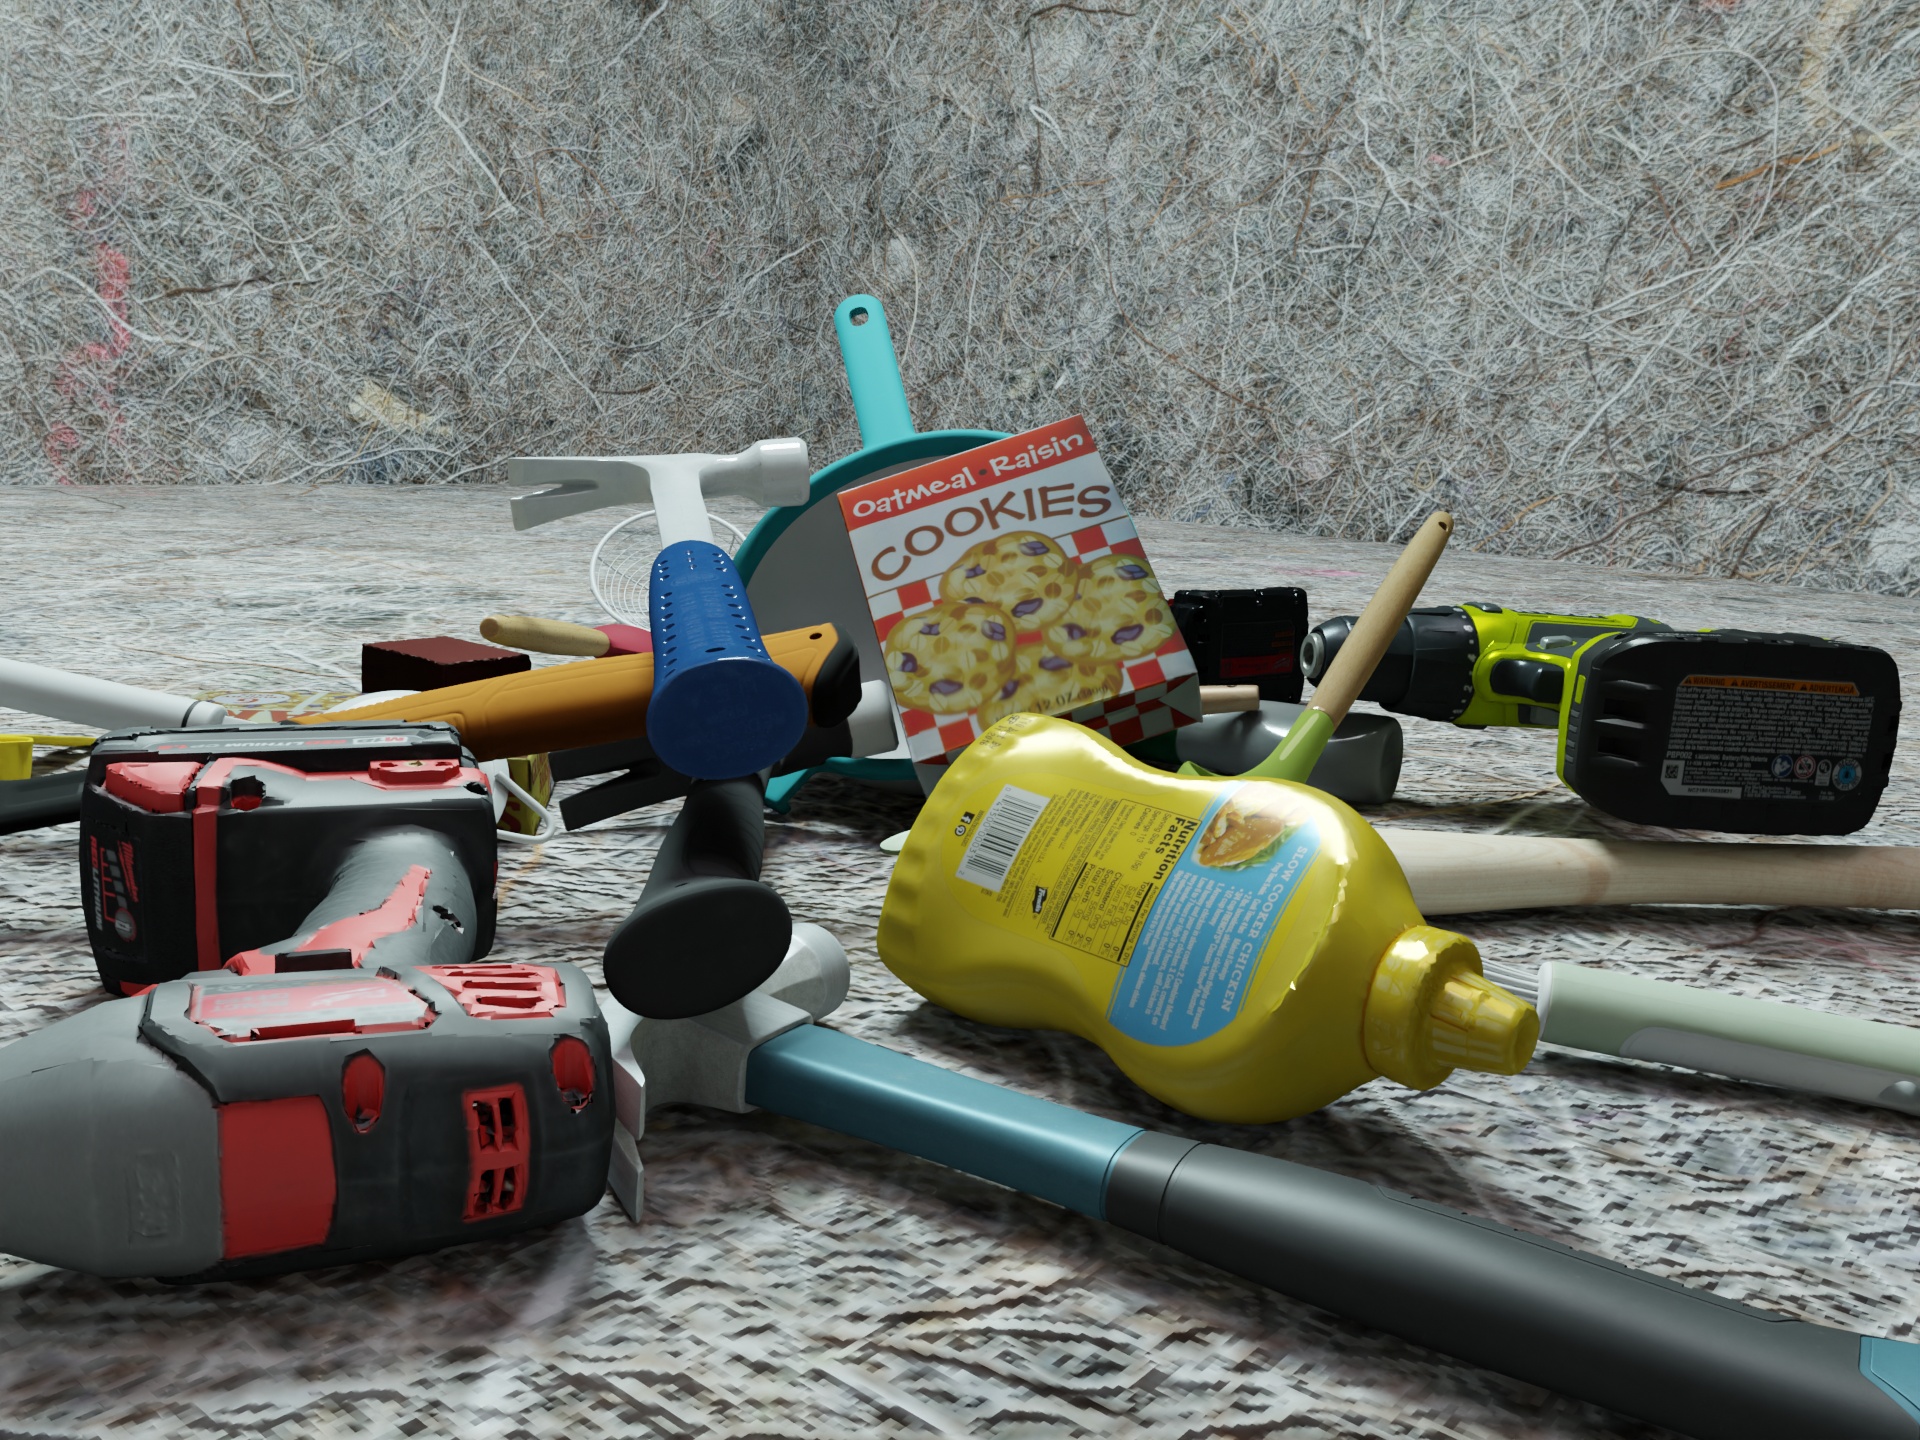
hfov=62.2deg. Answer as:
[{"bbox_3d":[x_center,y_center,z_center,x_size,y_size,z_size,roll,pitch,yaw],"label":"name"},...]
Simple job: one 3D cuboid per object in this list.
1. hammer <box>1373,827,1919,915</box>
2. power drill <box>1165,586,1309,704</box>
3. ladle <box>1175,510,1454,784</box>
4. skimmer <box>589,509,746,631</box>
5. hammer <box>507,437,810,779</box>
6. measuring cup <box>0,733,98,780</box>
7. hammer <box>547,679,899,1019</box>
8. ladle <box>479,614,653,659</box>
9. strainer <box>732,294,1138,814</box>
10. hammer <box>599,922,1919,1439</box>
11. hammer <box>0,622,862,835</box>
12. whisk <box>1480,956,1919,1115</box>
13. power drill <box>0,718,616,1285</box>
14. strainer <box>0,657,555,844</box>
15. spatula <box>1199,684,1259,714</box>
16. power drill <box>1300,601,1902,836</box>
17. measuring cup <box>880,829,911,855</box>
[{"bbox_3d":[0.350,0.062,0.657,0.410,0.038,0.146,2,10,-5],"label":"hammer"},{"bbox_3d":[0.139,-0.062,1.128,0.187,0.080,0.227,-5,11,-39],"label":"power drill"},{"bbox_3d":[0.164,-0.019,0.659,0.078,0.062,0.320,43,46,0],"label":"ladle"},{"bbox_3d":[-0.153,-0.089,1.099,0.127,0.090,0.363,-26,21,-23],"label":"skimmer"},{"bbox_3d":[-0.109,-0.061,0.607,0.144,0.035,0.406,-5,19,-10],"label":"hammer"},{"bbox_3d":[-0.418,0.020,0.701,0.062,0.029,0.156,2,0,-5],"label":"measuring cup"},{"bbox_3d":[-0.087,0.035,0.542,0.146,0.035,0.335,-12,9,-3],"label":"hammer"},{"bbox_3d":[-0.209,-0.043,0.877,0.069,0.031,0.315,14,1,1],"label":"ladle"},{"bbox_3d":[-0.021,-0.088,0.832,0.211,0.095,0.341,-16,52,3],"label":"strainer"},{"bbox_3d":[0.051,0.106,0.359,0.331,0.033,0.128,10,12,30],"label":"hammer"},{"bbox_3d":[-0.202,0.003,0.558,0.337,0.034,0.127,-10,35,-12],"label":"hammer"},{"bbox_3d":[0.170,0.085,0.488,0.246,0.057,0.059,9,47,15],"label":"whisk"},{"bbox_3d":[-0.177,0.065,0.406,0.143,0.078,0.220,-2,15,-23],"label":"power drill"},{"bbox_3d":[-0.284,0.004,0.613,0.258,0.050,0.087,12,52,1],"label":"strainer"},{"bbox_3d":[-0.001,-0.003,0.846,0.316,0.018,0.060,-3,13,12],"label":"spatula"},{"bbox_3d":[0.279,-0.013,0.726,0.190,0.080,0.229,3,9,-11],"label":"power drill"},{"bbox_3d":[0.036,0.051,0.624,0.167,0.038,0.083,-8,16,-39],"label":"measuring cup"}]
